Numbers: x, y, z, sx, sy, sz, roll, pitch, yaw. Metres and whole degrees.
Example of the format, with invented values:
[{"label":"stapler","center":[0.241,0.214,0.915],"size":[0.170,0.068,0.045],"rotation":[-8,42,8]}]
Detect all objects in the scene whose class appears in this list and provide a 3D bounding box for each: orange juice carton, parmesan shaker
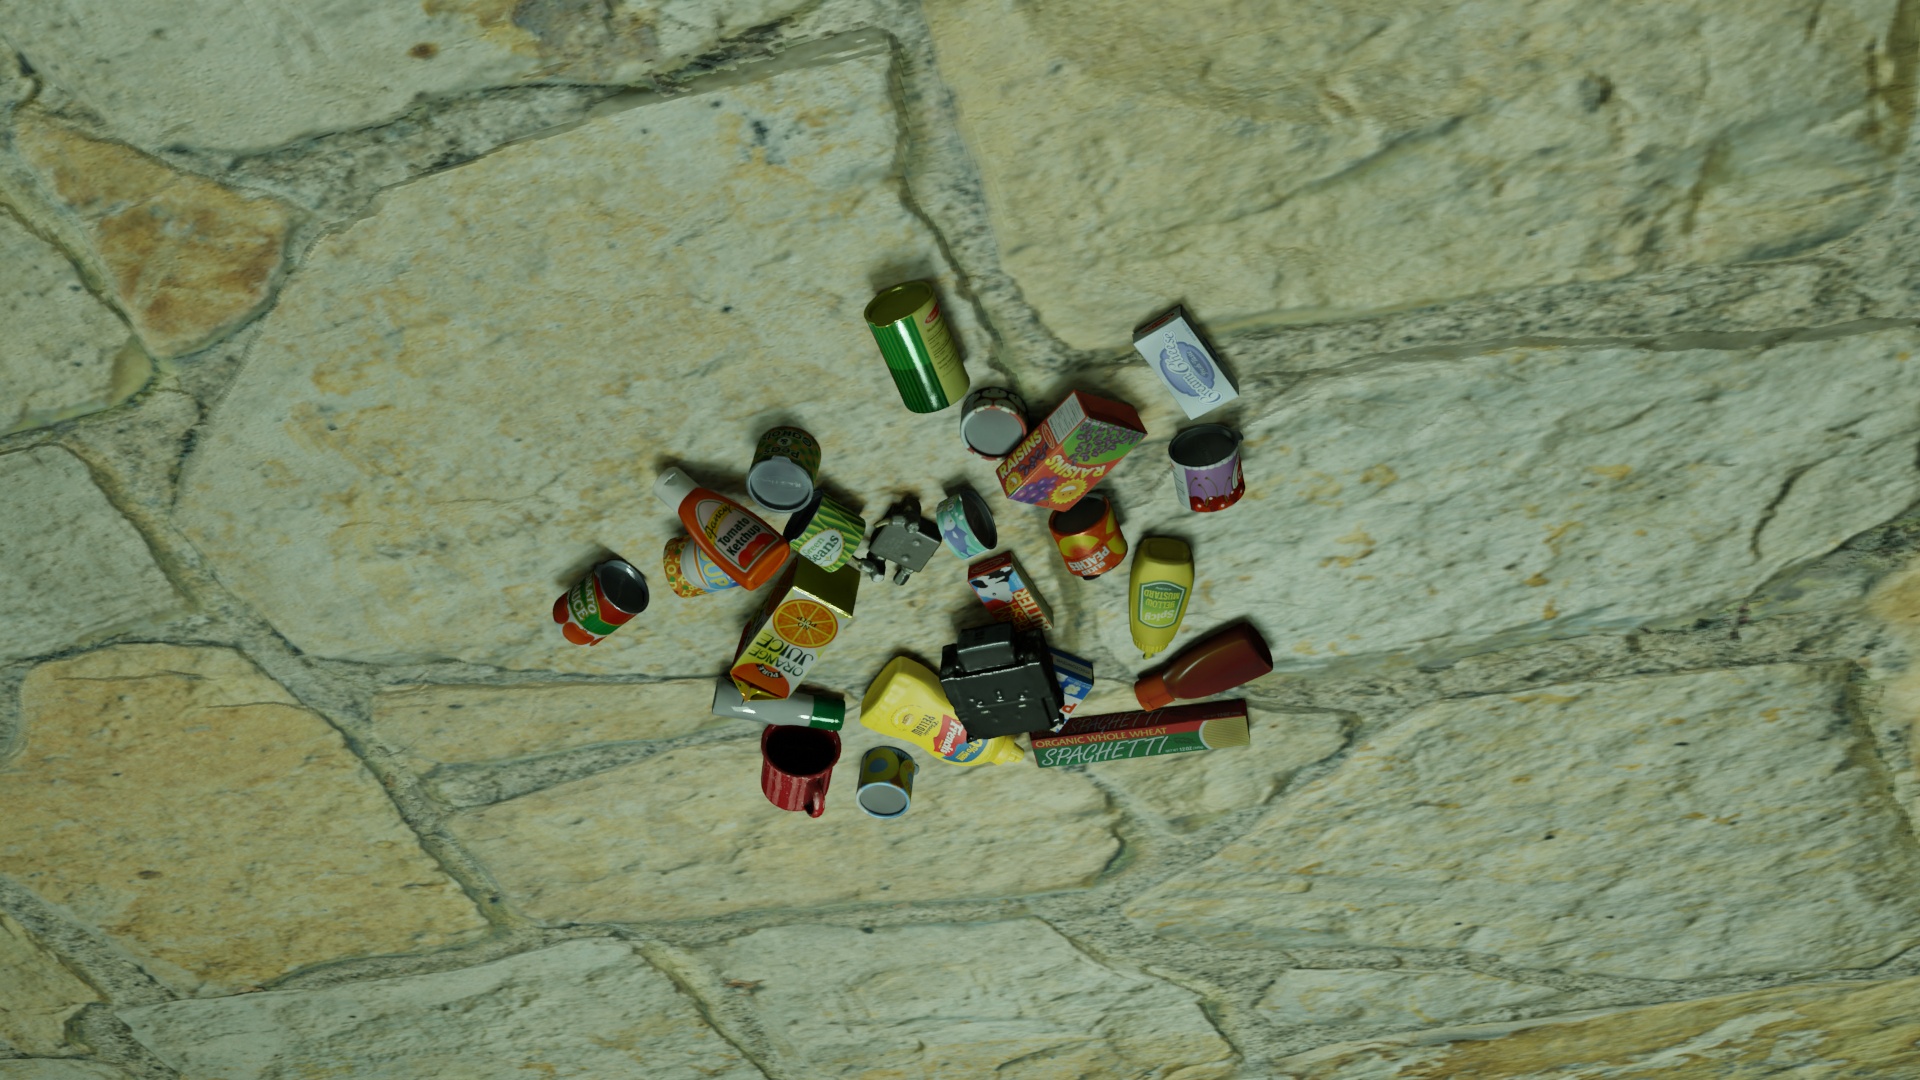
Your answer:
[{"label":"orange juice carton","center":[-0.187,0.101,1.498],"size":[0.073,0.072,0.191],"rotation":[28,126,-16]},{"label":"parmesan shaker","center":[-0.040,-0.173,1.263],"size":[0.071,0.072,0.102],"rotation":[-13,127,15]}]

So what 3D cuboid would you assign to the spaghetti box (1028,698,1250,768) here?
[{"label":"spaghetti box","center":[0.204,0.222,1.589],"size":[0.250,0.029,0.050],"rotation":[-8,127,11]}]

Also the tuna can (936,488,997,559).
[{"label":"tuna can","center":[0.005,-0.017,1.389],"size":[0.032,0.071,0.071],"rotation":[-25,123,23]}]

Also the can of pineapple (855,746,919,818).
[{"label":"can of pineapple","center":[-0.087,0.288,1.650],"size":[0.071,0.058,0.070],"rotation":[2,129,3]}]

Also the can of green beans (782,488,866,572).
[{"label":"can of green beans","center":[-0.138,-0.010,1.407],"size":[0.058,0.071,0.071],"rotation":[36,123,-22]}]

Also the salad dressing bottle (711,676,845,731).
[{"label":"salad dressing bottle","center":[-0.206,0.188,1.583],"size":[0.148,0.064,0.044],"rotation":[11,86,-12]}]

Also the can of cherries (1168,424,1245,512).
[{"label":"can of cherries","center":[0.238,-0.069,1.326],"size":[0.071,0.072,0.058],"rotation":[-9,128,12]}]

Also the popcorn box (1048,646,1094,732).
[{"label":"popcorn box","center":[0.073,0.154,1.539],"size":[0.127,0.038,0.084],"rotation":[22,127,-13]}]

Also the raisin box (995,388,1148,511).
[{"label":"raisin box","center":[0.105,-0.083,1.323],"size":[0.086,0.040,0.123],"rotation":[10,137,-42]}]

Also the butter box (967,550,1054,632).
[{"label":"butter box","center":[0.054,0.062,1.475],"size":[0.053,0.024,0.103],"rotation":[-22,124,20]}]

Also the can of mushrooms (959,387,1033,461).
[{"label":"can of mushrooms","center":[0.035,-0.111,1.332],"size":[0.071,0.034,0.070],"rotation":[3,128,3]}]

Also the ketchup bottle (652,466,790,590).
[{"label":"ketchup bottle","center":[-0.243,-0.016,1.384],"size":[0.149,0.065,0.043],"rotation":[38,159,16]}]

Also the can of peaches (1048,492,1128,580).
[{"label":"can of peaches","center":[0.127,-0.004,1.385],"size":[0.071,0.071,0.057],"rotation":[-15,125,17]}]

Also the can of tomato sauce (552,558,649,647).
[{"label":"can of tomato sauce","center":[-0.388,0.067,1.491],"size":[0.083,0.071,0.071],"rotation":[-33,119,28]}]

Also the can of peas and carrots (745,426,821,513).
[{"label":"can of peas and carrots","center":[-0.173,-0.072,1.365],"size":[0.071,0.059,0.070],"rotation":[2,128,3]}]

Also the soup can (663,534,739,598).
[{"label":"soup can","center":[-0.257,0.021,1.440],"size":[0.084,0.072,0.071],"rotation":[-14,126,16]}]

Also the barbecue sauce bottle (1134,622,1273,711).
[{"label":"barbecue sauce bottle","center":[0.261,0.143,1.511],"size":[0.148,0.044,0.064],"rotation":[-28,121,25]}]

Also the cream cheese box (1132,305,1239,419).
[{"label":"cream cheese box","center":[0.208,-0.163,1.280],"size":[0.053,0.024,0.103],"rotation":[-28,121,26]}]

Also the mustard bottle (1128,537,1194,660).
[{"label":"mustard bottle","center":[0.206,0.070,1.453],"size":[0.065,0.049,0.159],"rotation":[5,129,4]}]
